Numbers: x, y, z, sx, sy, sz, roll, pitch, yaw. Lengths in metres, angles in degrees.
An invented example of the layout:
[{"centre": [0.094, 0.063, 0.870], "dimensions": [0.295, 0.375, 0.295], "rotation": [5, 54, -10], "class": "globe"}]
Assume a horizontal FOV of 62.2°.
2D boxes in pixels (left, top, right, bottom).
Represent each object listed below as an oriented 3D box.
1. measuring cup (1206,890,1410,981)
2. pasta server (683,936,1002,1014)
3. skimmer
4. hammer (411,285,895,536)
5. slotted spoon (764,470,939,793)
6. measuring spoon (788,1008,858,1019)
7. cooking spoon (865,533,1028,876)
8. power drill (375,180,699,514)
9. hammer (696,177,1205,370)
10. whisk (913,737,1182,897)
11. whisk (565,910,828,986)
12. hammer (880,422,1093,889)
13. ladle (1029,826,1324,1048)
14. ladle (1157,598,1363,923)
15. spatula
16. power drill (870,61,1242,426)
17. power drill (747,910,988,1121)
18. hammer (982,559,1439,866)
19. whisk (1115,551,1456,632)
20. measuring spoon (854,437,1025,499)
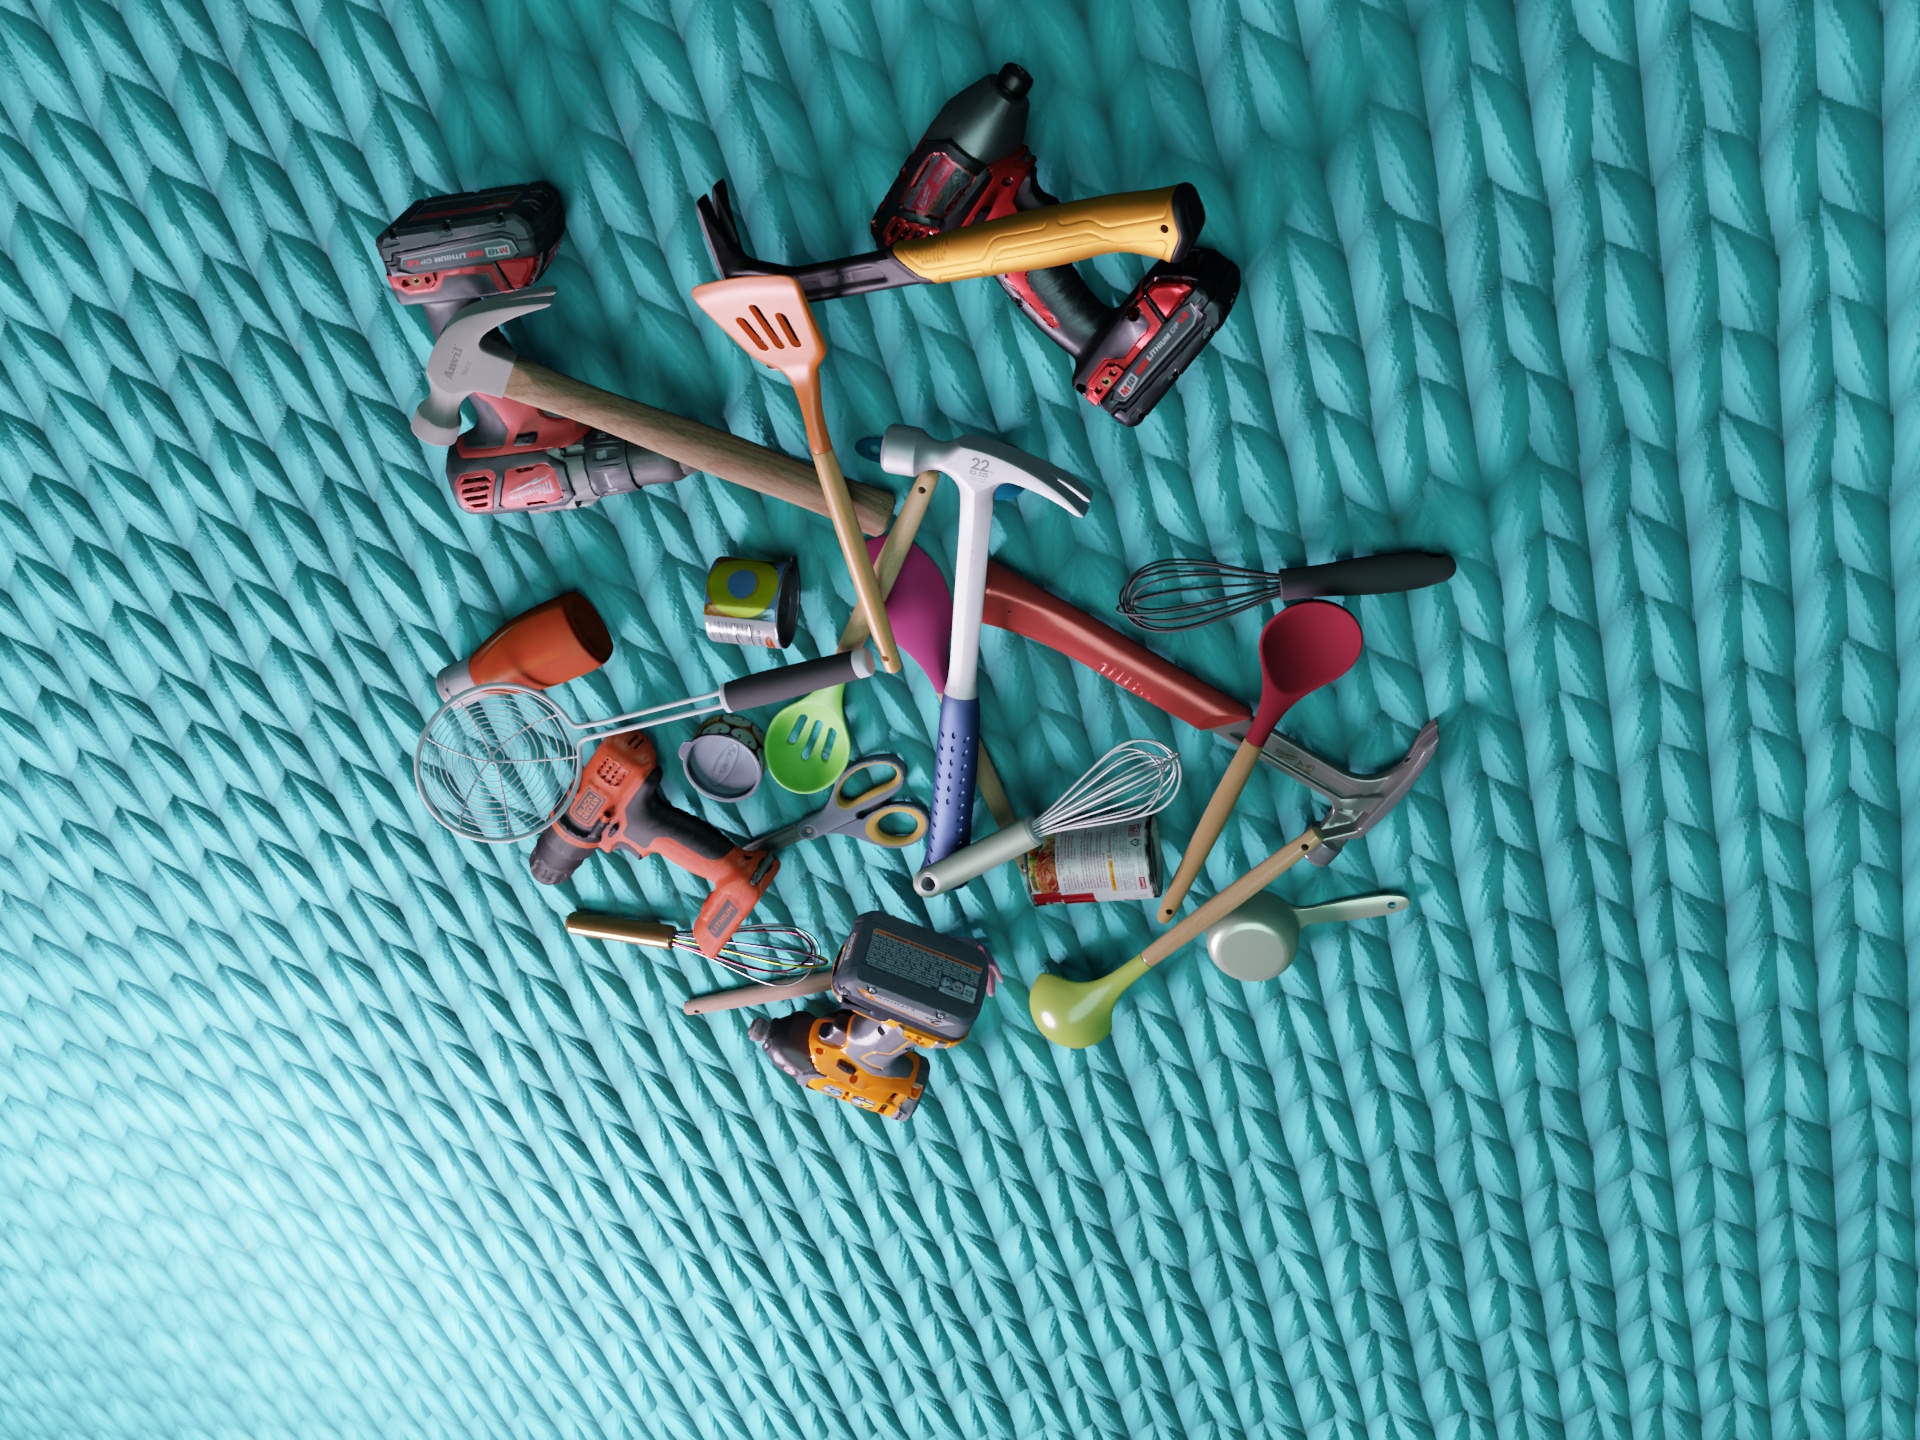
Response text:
[{"centre": [0.279, 0.169, 1.285], "dimensions": [0.167, 0.038, 0.083], "rotation": [-13, 118, 21], "class": "measuring cup"}, {"centre": [-0.110, 0.235, 1.408], "dimensions": [0.316, 0.040, 0.060], "rotation": [-14, 129, 20], "class": "pasta server"}, {"centre": [-0.243, 0.004, 1.218], "dimensions": [0.363, 0.090, 0.127], "rotation": [-13, 101, 18], "class": "skimmer"}, {"centre": [-0.199, -0.200, 1.104], "dimensions": [0.331, 0.031, 0.130], "rotation": [18, 124, -20], "class": "hammer"}, {"centre": [-0.078, -0.064, 1.209], "dimensions": [0.070, 0.031, 0.313], "rotation": [27, 126, -1], "class": "slotted spoon"}, {"centre": [-0.102, 0.264, 1.441], "dimensions": [0.124, 0.018, 0.034], "rotation": [-17, 117, 13], "class": "measuring spoon"}, {"centre": [-0.002, -0.004, 1.247], "dimensions": [0.069, 0.017, 0.318], "rotation": [-15, 116, 20], "class": "cooking spoon"}, {"centre": [-0.291, -0.253, 1.118], "dimensions": [0.188, 0.080, 0.226], "rotation": [-6, 124, 7], "class": "power drill"}, {"centre": [-0.011, -0.292, 0.975], "dimensions": [0.337, 0.034, 0.127], "rotation": [1, 131, 33], "class": "hammer"}, {"centre": [0.064, 0.080, 1.224], "dimensions": [0.246, 0.059, 0.058], "rotation": [-29, 91, 24], "class": "whisk"}, {"centre": [-0.235, 0.194, 1.406], "dimensions": [0.245, 0.047, 0.051], "rotation": [7, 124, 11], "class": "whisk"}, {"centre": [0.007, -0.027, 1.184], "dimensions": [0.144, 0.035, 0.405], "rotation": [12, 130, 9], "class": "hammer"}, {"centre": [0.173, 0.174, 1.295], "dimensions": [0.078, 0.062, 0.320], "rotation": [44, 120, -6], "class": "ladle"}, {"centre": [0.210, 0.036, 1.181], "dimensions": [0.069, 0.031, 0.315], "rotation": [21, 123, -1], "class": "ladle"}, {"centre": [-0.093, -0.162, 1.101], "dimensions": [0.081, 0.041, 0.322], "rotation": [1, 128, 26], "class": "spatula"}, {"centre": [0.064, -0.303, 1.012], "dimensions": [0.219, 0.079, 0.143], "rotation": [36, 127, -7], "class": "power drill"}, {"centre": [-0.083, 0.253, 1.348], "dimensions": [0.164, 0.084, 0.226], "rotation": [22, 139, -7], "class": "power drill"}, {"centre": [0.173, -0.025, 1.188], "dimensions": [0.359, 0.037, 0.149], "rotation": [30, 122, -8], "class": "hammer"}, {"centre": [0.229, -0.096, 1.130], "dimensions": [0.239, 0.055, 0.055], "rotation": [-5, 120, 9], "class": "whisk"}, {"centre": [-0.014, -0.182, 1.136], "dimensions": [0.128, 0.021, 0.042], "rotation": [10, 123, 4], "class": "measuring spoon"}]
